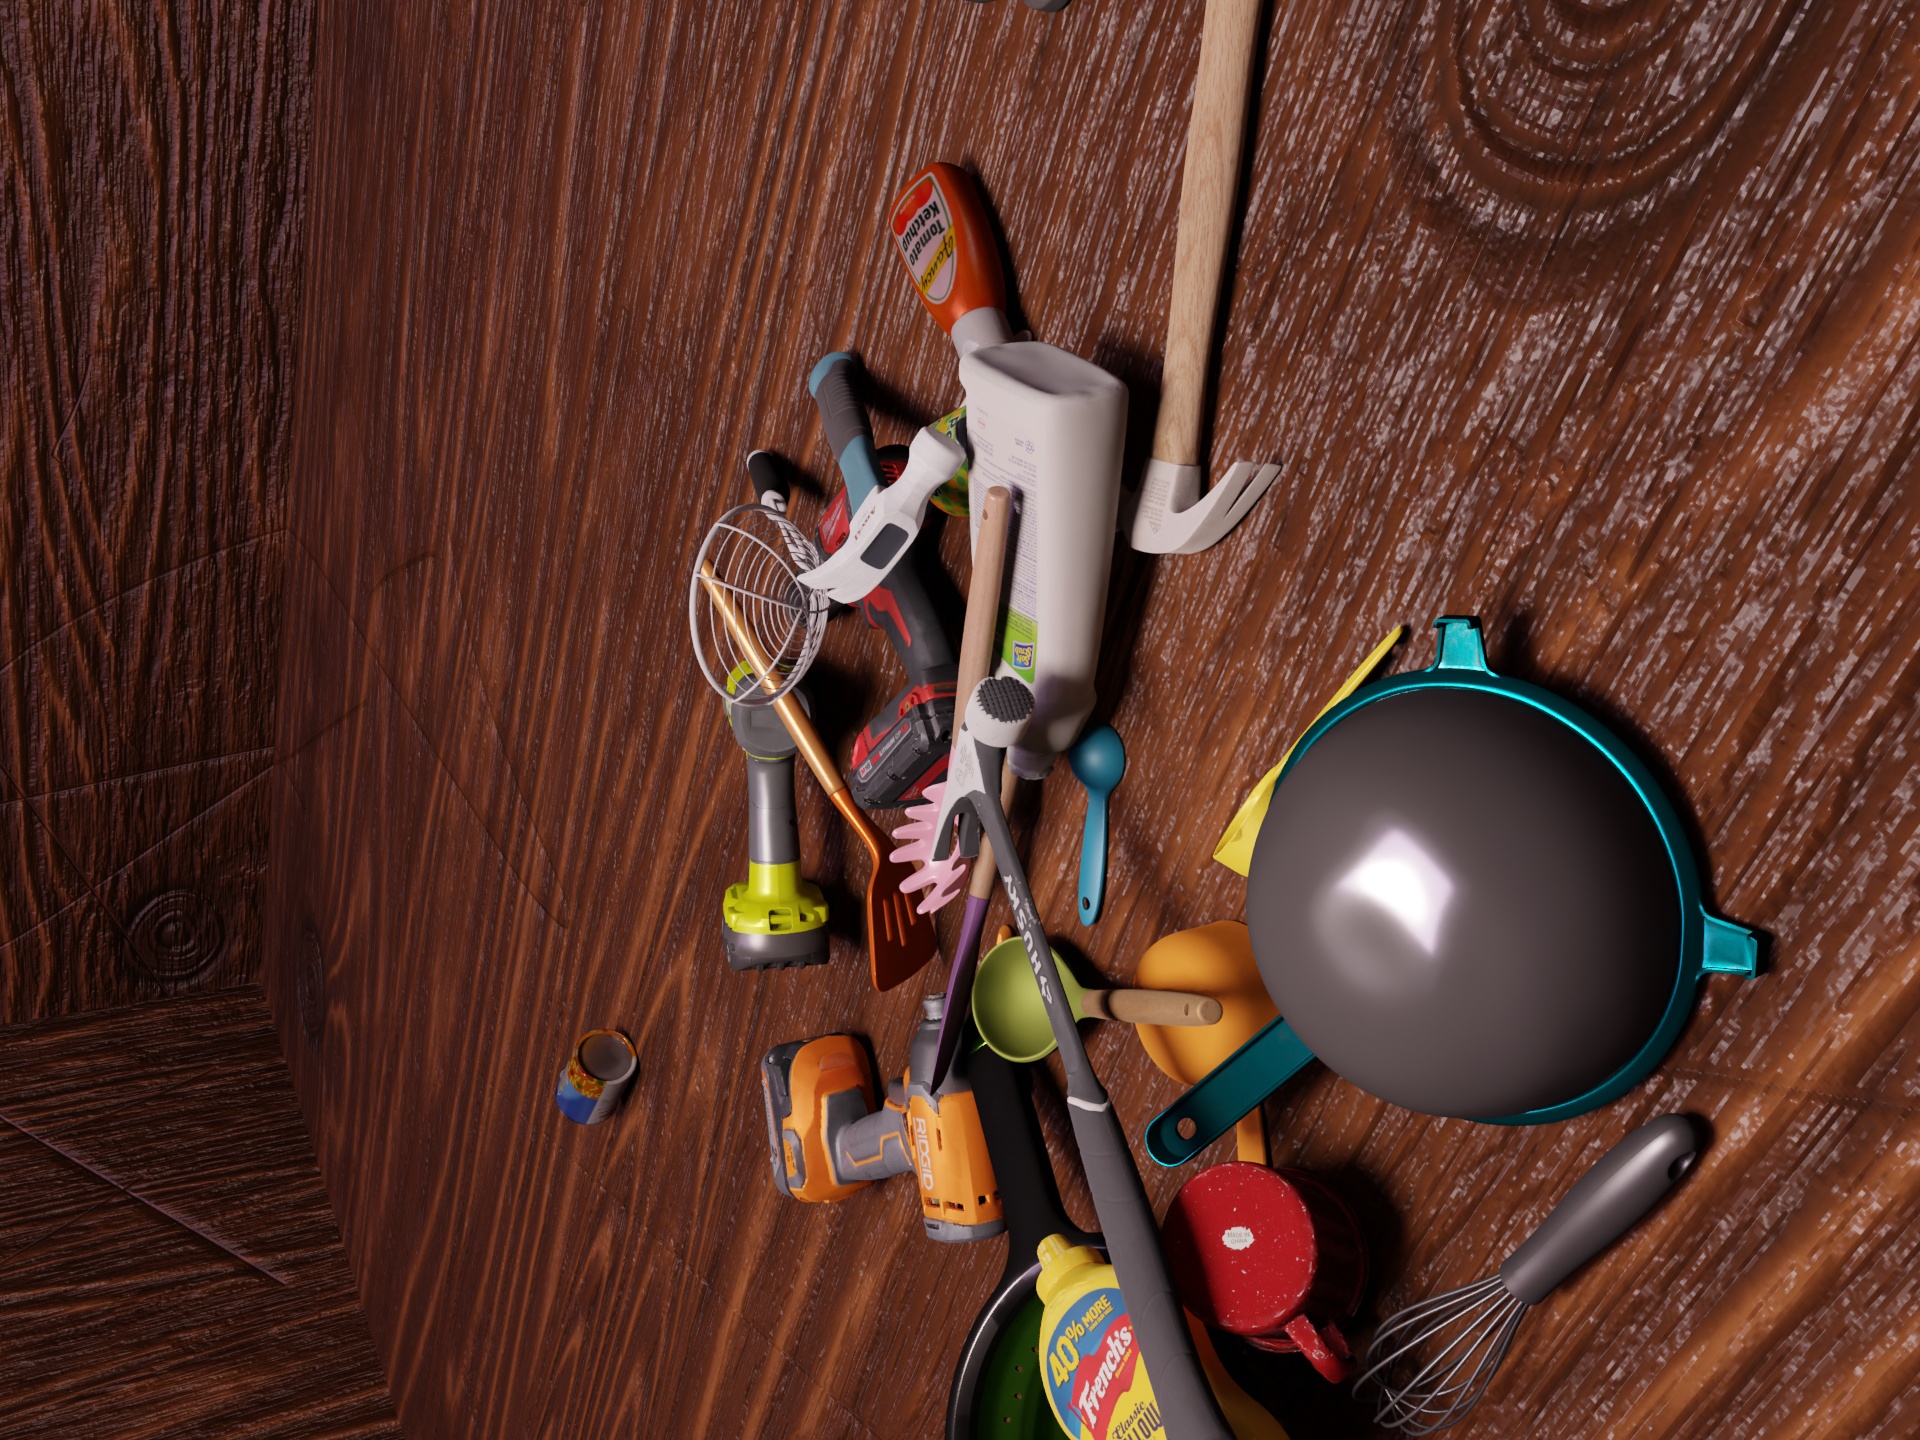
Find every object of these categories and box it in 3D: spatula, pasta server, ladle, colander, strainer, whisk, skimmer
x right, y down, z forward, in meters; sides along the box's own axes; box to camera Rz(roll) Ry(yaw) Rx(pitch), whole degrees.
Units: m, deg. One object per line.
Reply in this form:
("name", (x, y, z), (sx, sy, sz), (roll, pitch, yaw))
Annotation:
("spatula", (0.019, 0.087, 1.019), (0.018, 0.060, 0.316), (14, 98, 12))
("pasta server", (-0.002, -0.003, 0.947), (0.060, 0.040, 0.316), (49, 146, 36))
("ladle", (0.069, 0.157, 0.882), (0.320, 0.062, 0.078), (144, 130, -75))
("colander", (0.078, 0.346, 0.954), (0.204, 0.094, 0.398), (-39, 43, 22))
("strainer", (0.168, 0.127, 0.730), (0.211, 0.095, 0.340), (54, 128, 21))
("whisk", (0.252, 0.253, 0.721), (0.055, 0.055, 0.238), (56, 132, 35))
("spatula", (-0.104, 0.032, 1.106), (0.041, 0.081, 0.322), (-33, 87, 34))
("skimmer", (-0.153, -0.127, 1.119), (0.364, 0.090, 0.127), (-117, 12, -63))

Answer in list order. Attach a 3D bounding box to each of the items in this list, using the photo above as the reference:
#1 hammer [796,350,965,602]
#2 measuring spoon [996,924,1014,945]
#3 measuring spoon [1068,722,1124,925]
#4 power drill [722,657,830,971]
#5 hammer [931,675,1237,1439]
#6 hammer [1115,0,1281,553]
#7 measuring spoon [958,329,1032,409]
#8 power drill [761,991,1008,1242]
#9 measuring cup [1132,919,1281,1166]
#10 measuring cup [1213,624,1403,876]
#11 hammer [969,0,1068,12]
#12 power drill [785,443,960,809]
("hammer", (-0.067, -0.177, 1.031), (0.128, 0.033, 0.331), (-55, 24, 18))
("measuring spoon", (0.035, 0.195, 1.066), (0.021, 0.011, 0.117), (-5, 87, 49))
("measuring spoon", (0.076, 0.065, 0.971), (0.042, 0.021, 0.128), (18, 108, 54))
("power drill", (-0.148, 0.063, 1.232), (0.191, 0.080, 0.228), (-145, 53, -76))
("hammer", (0.058, 0.182, 0.827), (0.149, 0.036, 0.409), (111, 147, -53))
("hammer", (0.129, -0.251, 0.840), (0.130, 0.031, 0.331), (27, 117, 51))
("measuring spoon", (0.016, -0.206, 1.034), (0.124, 0.018, 0.034), (-48, 51, 40))
("power drill", (-0.054, 0.277, 1.147), (0.226, 0.084, 0.164), (-11, 85, 52))
("measuring cup", (0.139, 0.199, 0.872), (0.095, 0.052, 0.173), (-9, 85, 56))
("measuring cup", (0.182, 0.019, 0.801), (0.029, 0.062, 0.156), (36, 117, 4))
("hammer", (0.105, -0.480, 0.764), (0.386, 0.143, 0.038), (-26, 77, 50))
("power drill", (-0.054, -0.053, 1.103), (0.188, 0.080, 0.227), (-44, 56, 49))
